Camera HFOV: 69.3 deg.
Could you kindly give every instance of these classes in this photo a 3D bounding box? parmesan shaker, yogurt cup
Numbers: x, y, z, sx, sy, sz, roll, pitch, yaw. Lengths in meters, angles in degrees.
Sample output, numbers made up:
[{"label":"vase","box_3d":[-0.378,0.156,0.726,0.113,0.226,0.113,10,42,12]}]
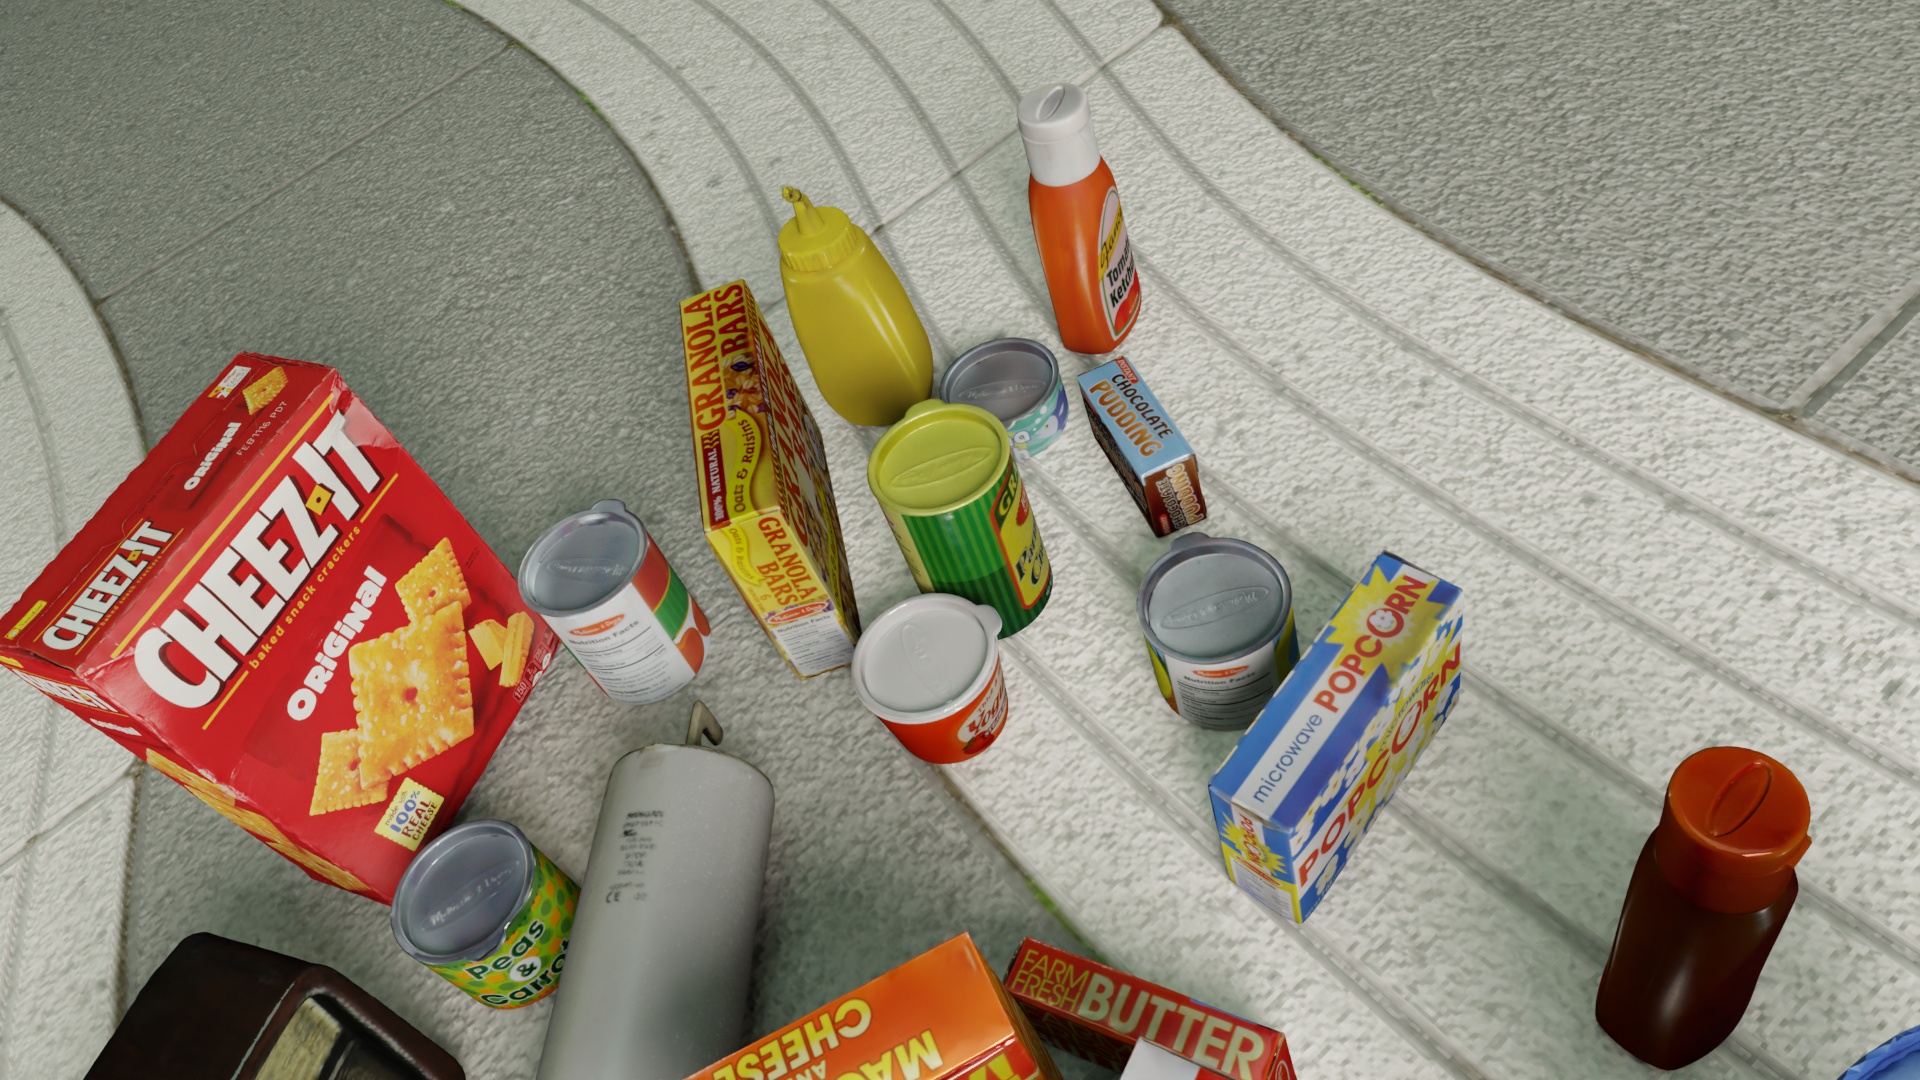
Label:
[{"label":"parmesan shaker","box_3d":[0.002,-0.008,0.660,0.071,0.102,0.072,-9,50,11]},{"label":"yogurt cup","box_3d":[-0.010,0.066,0.636,0.072,0.053,0.073,-9,50,11]}]

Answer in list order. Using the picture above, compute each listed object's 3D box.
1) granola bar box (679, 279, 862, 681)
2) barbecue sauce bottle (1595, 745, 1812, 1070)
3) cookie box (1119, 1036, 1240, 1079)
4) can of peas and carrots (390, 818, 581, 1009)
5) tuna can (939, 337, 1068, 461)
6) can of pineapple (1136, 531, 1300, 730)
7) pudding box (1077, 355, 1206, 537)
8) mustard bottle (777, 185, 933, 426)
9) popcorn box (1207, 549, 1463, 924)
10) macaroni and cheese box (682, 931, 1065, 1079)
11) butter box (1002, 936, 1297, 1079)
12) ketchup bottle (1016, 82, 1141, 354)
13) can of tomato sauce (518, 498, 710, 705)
[{"label":"granola bar box","box_3d":[-0.096,-0.031,0.697,0.039,0.123,0.166,-19,49,4]},{"label":"barbecue sauce bottle","box_3d":[0.239,0.118,0.447,0.065,0.148,0.044,-43,52,-17]},{"label":"cookie box","box_3d":[0.057,0.233,0.401,0.040,0.166,0.123,15,59,29]},{"label":"can of peas and carrots","box_3d":[-0.205,0.167,0.614,0.071,0.058,0.071,-9,50,11]},{"label":"tuna can","box_3d":[0.024,-0.074,0.753,0.071,0.032,0.071,-9,50,11]},{"label":"can of pineapple","box_3d":[0.115,0.040,0.612,0.071,0.057,0.071,-9,50,11]},{"label":"pudding box","box_3d":[0.091,-0.048,0.698,0.030,0.049,0.084,-24,49,-2]},{"label":"mustard bottle","box_3d":[-0.061,-0.128,0.741,0.065,0.159,0.049,-5,51,15]},{"label":"popcorn box","box_3d":[0.151,0.079,0.551,0.038,0.085,0.127,27,65,34]},{"label":"macaroni and cheese box","box_3d":[-0.023,0.204,0.453,0.124,0.165,0.040,-27,49,-4]},{"label":"butter box","box_3d":[0.069,0.183,0.514,0.103,0.053,0.024,13,58,27]},{"label":"ketchup bottle","box_3d":[0.063,-0.171,0.742,0.043,0.148,0.065,9,56,25]},{"label":"can of tomato sauce","box_3d":[-0.171,0.032,0.697,0.071,0.082,0.071,-9,50,11]}]
